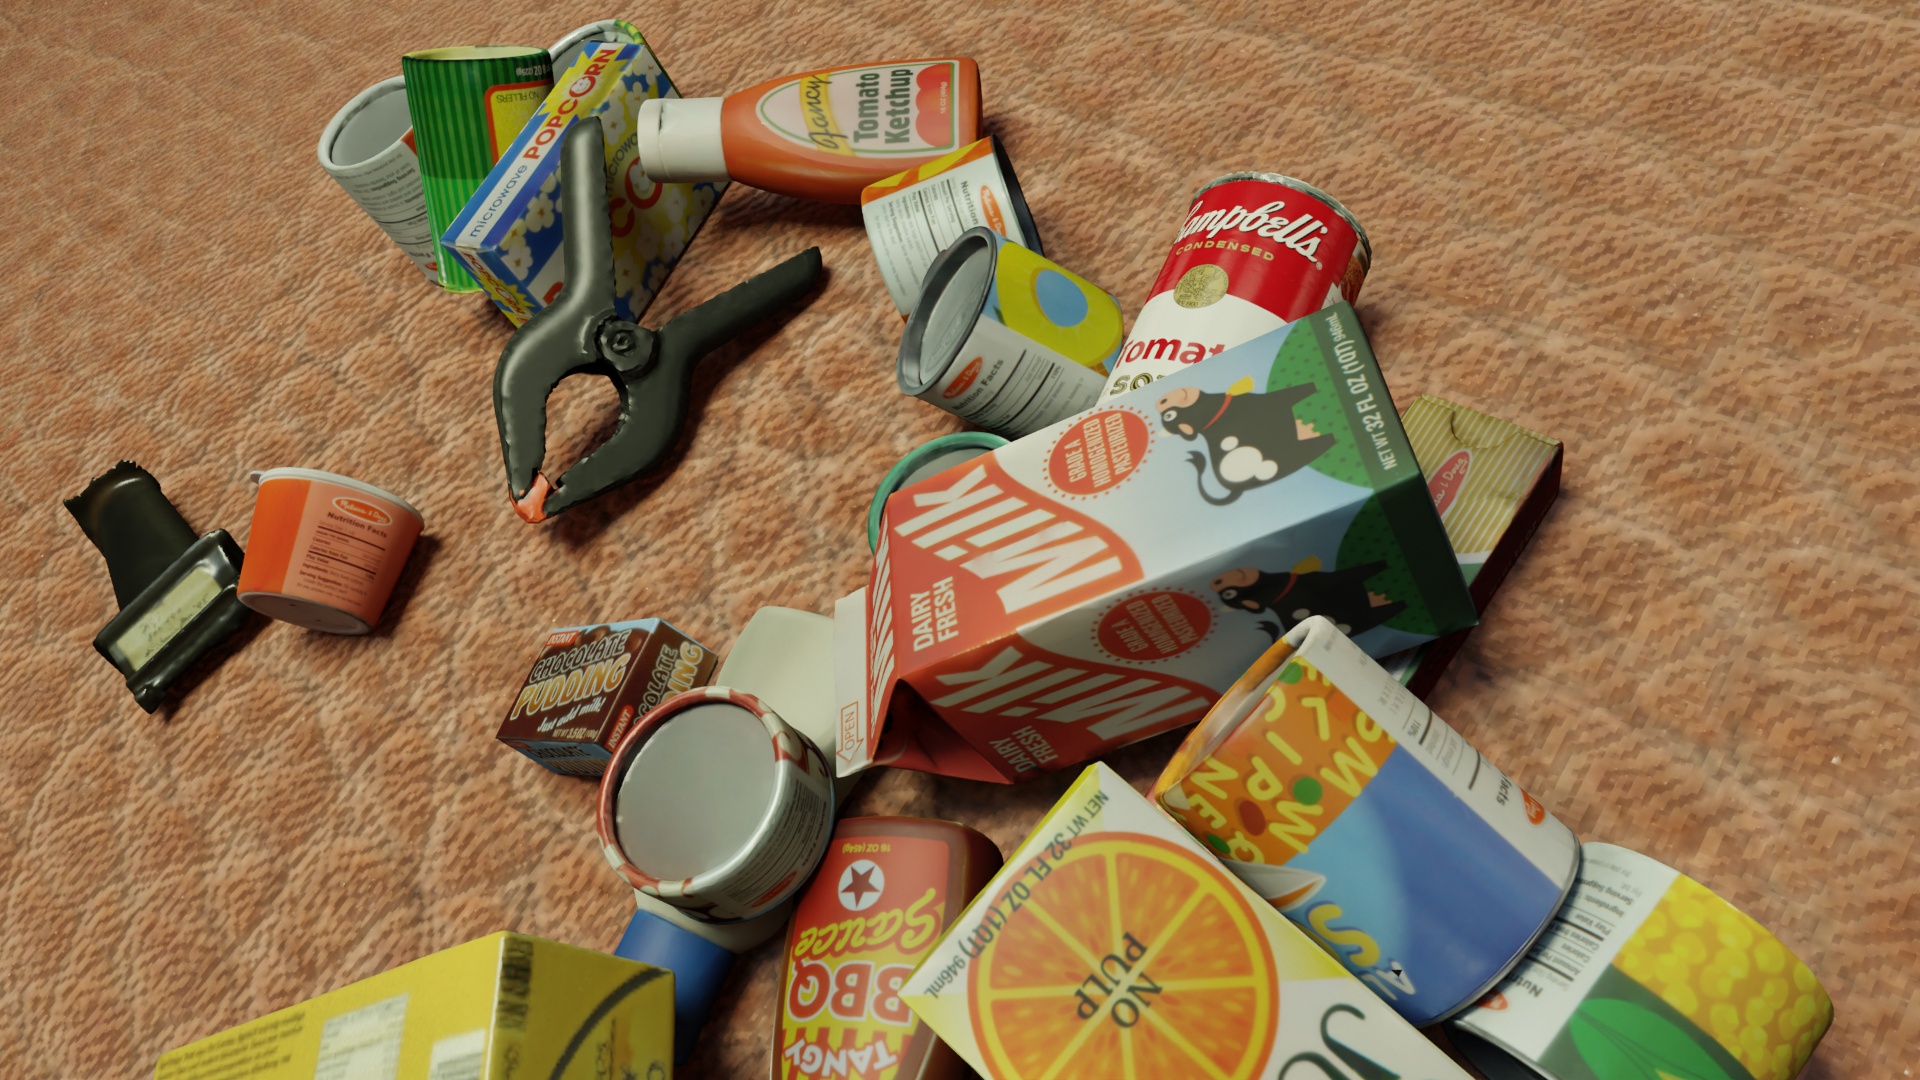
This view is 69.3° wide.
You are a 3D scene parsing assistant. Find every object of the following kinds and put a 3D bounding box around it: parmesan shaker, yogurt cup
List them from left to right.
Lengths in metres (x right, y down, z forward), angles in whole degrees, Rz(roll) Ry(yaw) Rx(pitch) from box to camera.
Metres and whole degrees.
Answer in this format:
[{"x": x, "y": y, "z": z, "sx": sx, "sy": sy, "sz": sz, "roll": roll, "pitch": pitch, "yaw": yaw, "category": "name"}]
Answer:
[{"x": -0.270, "y": 0.007, "z": 0.591, "sx": 0.072, "sy": 0.072, "sz": 0.054, "roll": 0, "pitch": 67, "yaw": 23, "category": "yogurt cup"}, {"x": -0.219, "y": -0.174, "z": 0.647, "sx": 0.071, "sy": 0.102, "sz": 0.071, "roll": -1, "pitch": 25, "yaw": 1, "category": "parmesan shaker"}]

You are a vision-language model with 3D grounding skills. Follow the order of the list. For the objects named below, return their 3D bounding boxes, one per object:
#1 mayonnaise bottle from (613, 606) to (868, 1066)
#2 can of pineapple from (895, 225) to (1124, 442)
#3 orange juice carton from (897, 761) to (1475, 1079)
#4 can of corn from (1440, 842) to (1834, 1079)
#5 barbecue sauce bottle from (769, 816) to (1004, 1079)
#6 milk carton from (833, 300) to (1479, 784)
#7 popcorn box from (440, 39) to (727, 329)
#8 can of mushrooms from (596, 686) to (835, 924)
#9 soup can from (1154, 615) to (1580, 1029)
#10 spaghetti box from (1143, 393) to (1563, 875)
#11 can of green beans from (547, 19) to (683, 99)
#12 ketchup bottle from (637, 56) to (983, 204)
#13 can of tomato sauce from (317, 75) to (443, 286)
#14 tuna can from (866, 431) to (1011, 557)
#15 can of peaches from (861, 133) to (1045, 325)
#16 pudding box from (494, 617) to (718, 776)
[{"x": -0.073, "y": 0.096, "z": 0.462, "sx": 0.065, "sy": 0.041, "sz": 0.148, "roll": 12, "pitch": 66, "yaw": 33, "category": "mayonnaise bottle"}, {"x": 0.018, "y": -0.074, "z": 0.506, "sx": 0.070, "sy": 0.058, "sz": 0.071, "roll": -46, "pitch": 32, "yaw": 39, "category": "can of pineapple"}, {"x": 0.081, "y": 0.145, "z": 0.324, "sx": 0.193, "sy": 0.073, "sz": 0.072, "roll": 40, "pitch": 78, "yaw": 16, "category": "orange juice carton"}, {"x": 0.163, "y": 0.117, "z": 0.332, "sx": 0.071, "sy": 0.071, "sz": 0.058, "roll": 35, "pitch": 76, "yaw": 36, "category": "can of corn"}, {"x": -0.027, "y": 0.157, "z": 0.399, "sx": 0.065, "sy": 0.043, "sz": 0.149, "roll": -7, "pitch": 56, "yaw": 27, "category": "barbecue sauce bottle"}, {"x": 0.044, "y": 0.012, "z": 0.415, "sx": 0.190, "sy": 0.073, "sz": 0.073, "roll": -22, "pitch": 46, "yaw": 18, "category": "milk carton"}, {"x": -0.168, "y": -0.153, "z": 0.636, "sx": 0.038, "sy": 0.085, "sz": 0.127, "roll": 13, "pitch": 65, "yaw": 31, "category": "popcorn box"}, {"x": -0.077, "y": 0.079, "z": 0.425, "sx": 0.071, "sy": 0.033, "sz": 0.071, "roll": -11, "pitch": 58, "yaw": 18, "category": "can of mushrooms"}, {"x": 0.100, "y": 0.072, "z": 0.356, "sx": 0.084, "sy": 0.071, "sz": 0.071, "roll": 42, "pitch": 80, "yaw": 6, "category": "soup can"}, {"x": 0.098, "y": 0.062, "z": 0.418, "sx": 0.050, "sy": 0.028, "sz": 0.251, "roll": 28, "pitch": 72, "yaw": 34, "category": "spaghetti box"}, {"x": -0.175, "y": -0.218, "z": 0.700, "sx": 0.071, "sy": 0.057, "sz": 0.071, "roll": -11, "pitch": 55, "yaw": 17, "category": "can of green beans"}, {"x": -0.065, "y": -0.178, "z": 0.613, "sx": 0.149, "sy": 0.043, "sz": 0.065, "roll": -1, "pitch": 68, "yaw": 5, "category": "ketchup bottle"}, {"x": -0.268, "y": -0.182, "z": 0.700, "sx": 0.071, "sy": 0.082, "sz": 0.071, "roll": -11, "pitch": 55, "yaw": 16, "category": "can of tomato sauce"}, {"x": 0.002, "y": -0.006, "z": 0.501, "sx": 0.071, "sy": 0.032, "sz": 0.071, "roll": -11, "pitch": 56, "yaw": 16, "category": "tuna can"}, {"x": -0.001, "y": -0.121, "z": 0.559, "sx": 0.058, "sy": 0.071, "sz": 0.071, "roll": -20, "pitch": 53, "yaw": 11, "category": "can of peaches"}, {"x": -0.127, "y": 0.057, "z": 0.498, "sx": 0.083, "sy": 0.030, "sz": 0.050, "roll": -7, "pitch": 52, "yaw": 49, "category": "pudding box"}]
